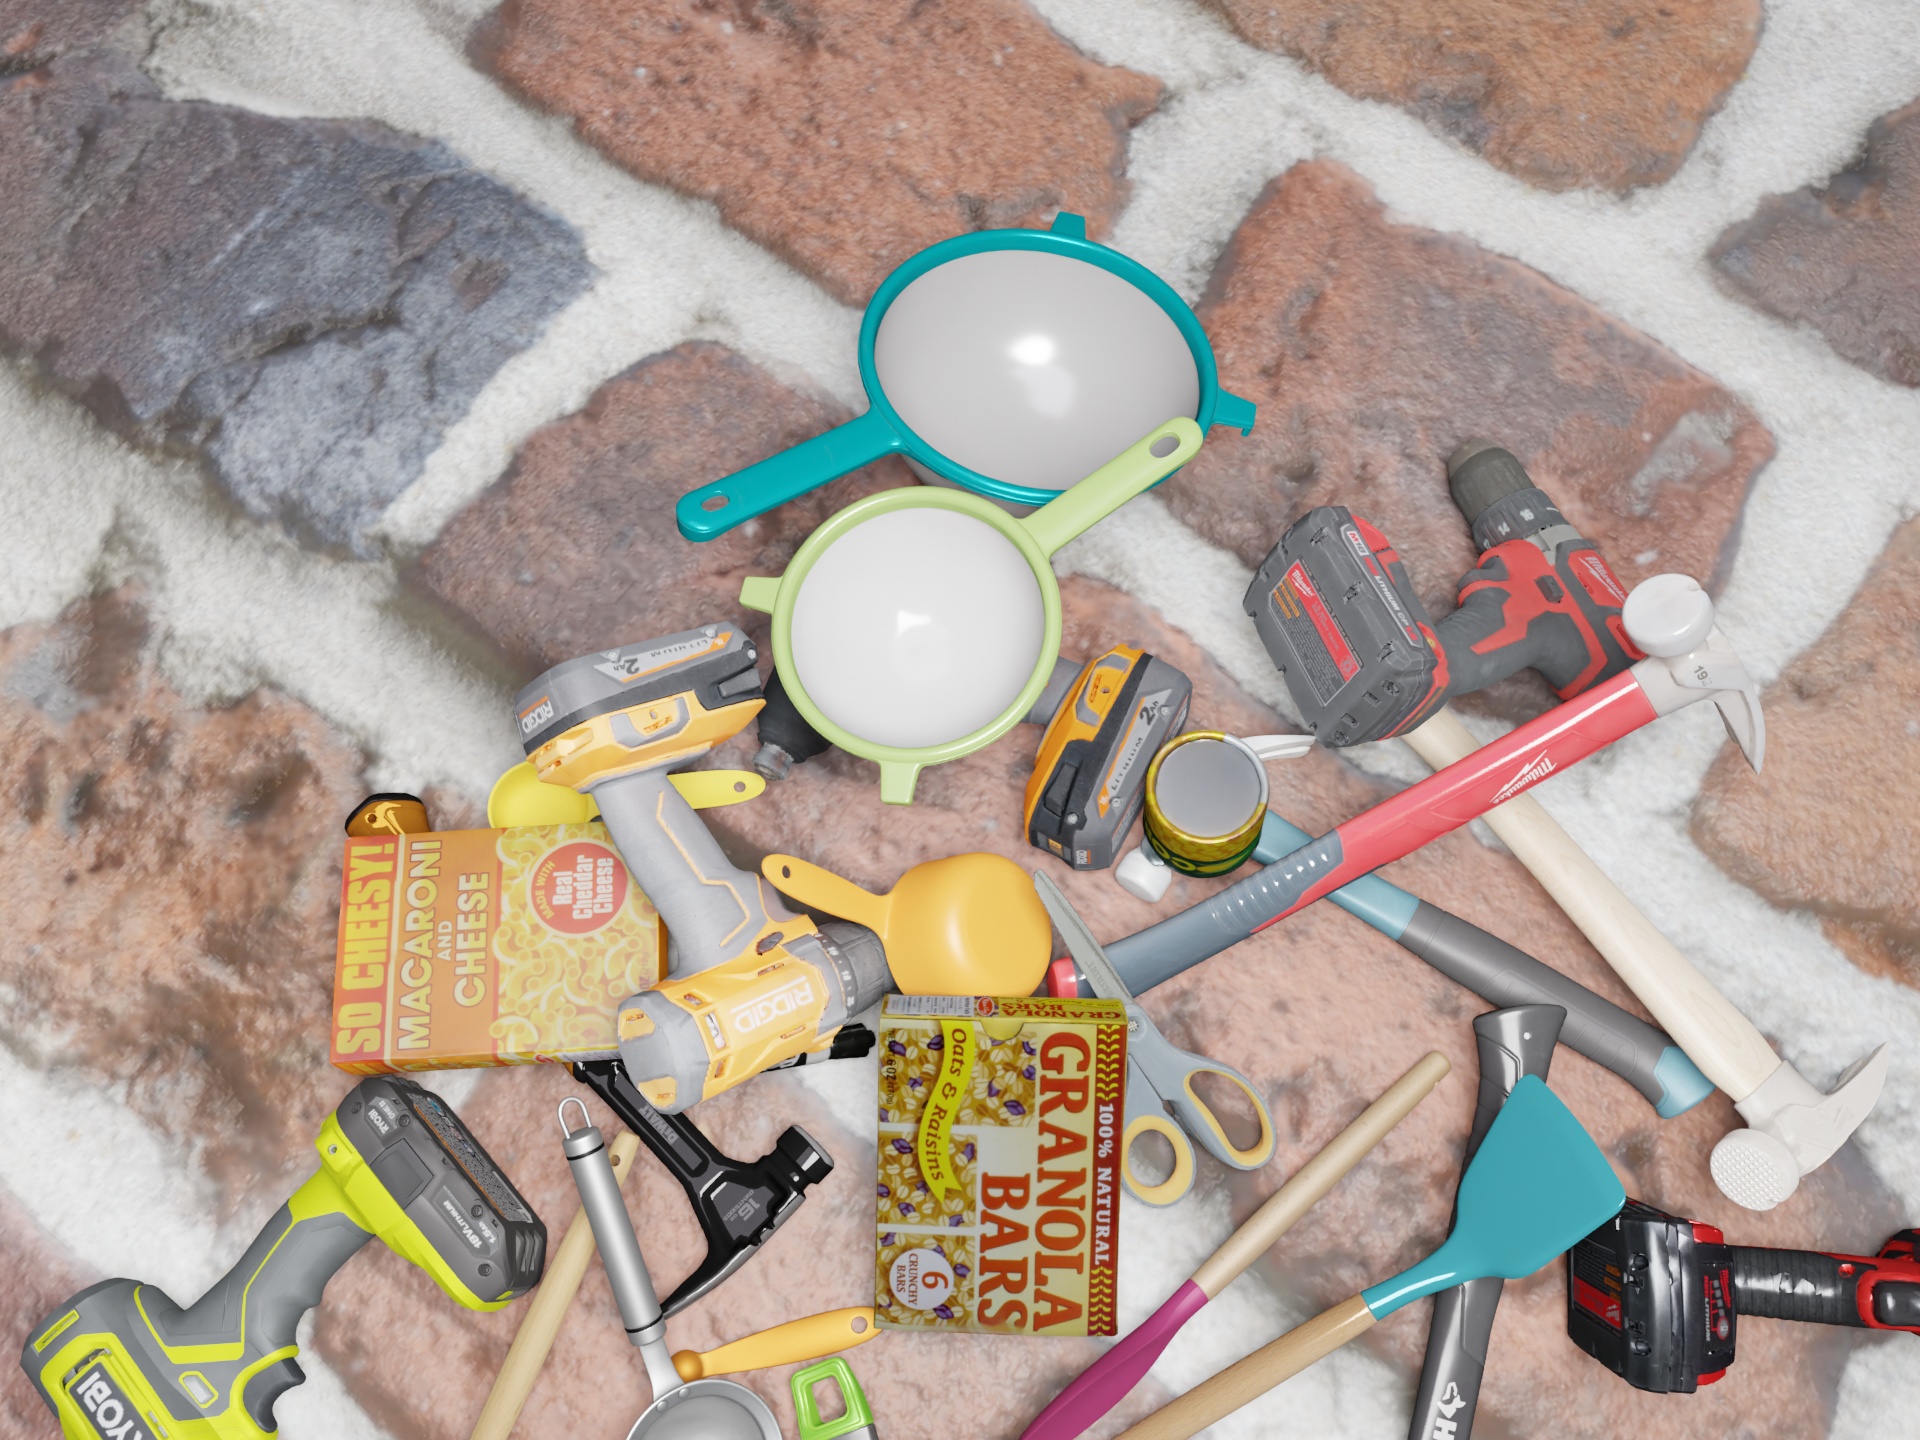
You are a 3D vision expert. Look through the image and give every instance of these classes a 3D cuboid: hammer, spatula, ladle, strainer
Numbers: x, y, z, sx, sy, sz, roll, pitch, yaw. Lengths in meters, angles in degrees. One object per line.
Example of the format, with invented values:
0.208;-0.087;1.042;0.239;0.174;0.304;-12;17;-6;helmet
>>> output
0.325;0.065;0.881;0.146;0.038;0.411;-21;62;-37;hammer
0.217;0.070;0.821;0.386;0.143;0.038;-32;44;18;hammer
0.172;0.292;0.774;0.317;0.044;0.082;-34;37;6;spatula
-0.231;0.353;0.784;0.069;0.031;0.315;21;78;11;ladle
-0.151;0.305;0.781;0.087;0.050;0.258;-20;94;-29;strainer
0.259;0.119;0.879;0.331;0.033;0.128;30;75;11;hammer
-0.228;0.167;0.869;0.337;0.034;0.127;43;75;14;hammer
-0.011;-0.160;0.931;0.340;0.095;0.211;-28;67;-21;strainer
0.023;-0.073;0.846;0.256;0.069;0.152;-35;73;-6;strainer
0.257;0.303;0.796;0.146;0.035;0.335;16;77;6;hammer

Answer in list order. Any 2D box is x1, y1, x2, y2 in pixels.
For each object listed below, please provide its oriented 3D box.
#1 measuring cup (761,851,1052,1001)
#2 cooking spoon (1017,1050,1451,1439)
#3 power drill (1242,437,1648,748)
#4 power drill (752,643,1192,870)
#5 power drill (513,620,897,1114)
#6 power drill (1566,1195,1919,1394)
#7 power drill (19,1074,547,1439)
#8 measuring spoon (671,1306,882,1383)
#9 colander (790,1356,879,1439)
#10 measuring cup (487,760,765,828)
-0.022;0.098;0.825;0.052;0.173;0.095;-18;55;43;measuring cup
0.141;0.276;0.819;0.319;0.068;0.017;-37;56;-17;cooking spoon
0.274;-0.079;0.897;0.226;0.080;0.188;-8;60;-29;power drill
-0.001;-0.003;0.903;0.226;0.084;0.164;26;73;14;power drill
-0.116;0.067;0.831;0.185;0.084;0.226;-18;85;-41;power drill
0.418;0.276;0.762;0.219;0.143;0.078;2;81;4;power drill
-0.325;0.312;0.797;0.228;0.080;0.191;-43;75;-10;power drill
-0.095;0.323;0.822;0.117;0.011;0.021;-13;71;-4;measuring spoon
-0.016;0.488;0.703;0.204;0.094;0.397;-24;67;6;colander
-0.192;0.049;0.920;0.156;0.029;0.062;-5;70;-14;measuring cup
